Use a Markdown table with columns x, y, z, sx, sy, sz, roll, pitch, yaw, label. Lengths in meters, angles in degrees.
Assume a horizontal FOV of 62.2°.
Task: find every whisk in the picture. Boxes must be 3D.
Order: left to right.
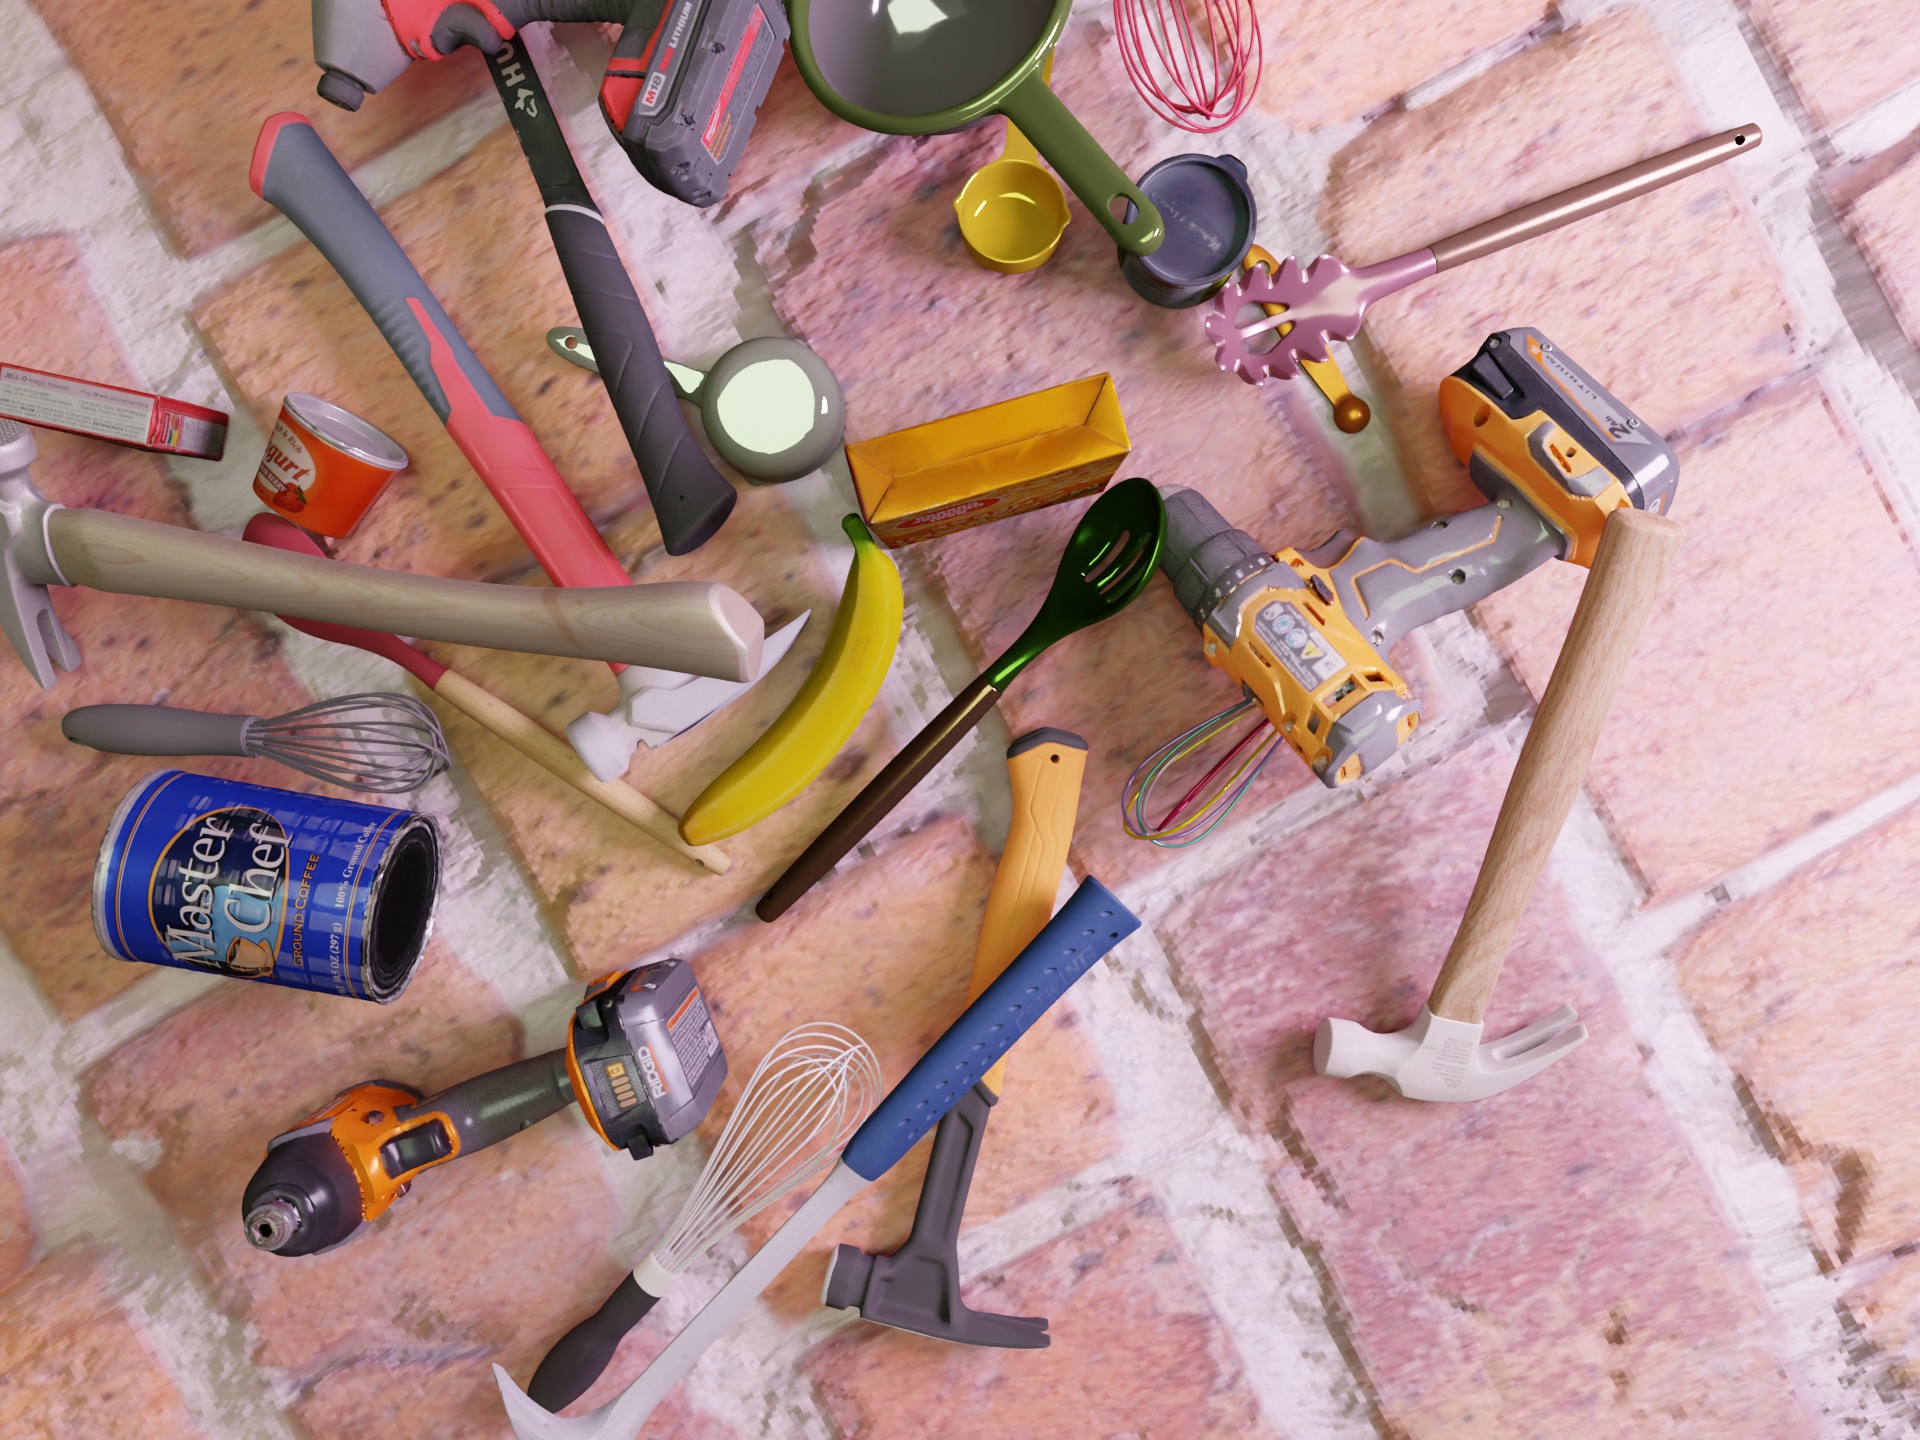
| x | y | z | sx | sy | sz | roll | pitch | yaw | label |
| --- | --- | --- | --- | --- | --- | --- | --- | --- | --- |
| -0.376 | 0.008 | 0.840 | 0.239 | 0.055 | 0.055 | 3 | 93 | 15 | whisk |
| -0.143 | 0.277 | 0.862 | 0.070 | 0.070 | 0.284 | 41 | 98 | -1 | whisk |
| 0.091 | -0.443 | 0.819 | 0.073 | 0.073 | 0.296 | -16 | 86 | 2 | whisk |
| 0.185 | -0.015 | 0.845 | 0.245 | 0.047 | 0.051 | -40 | 90 | 0 | whisk |

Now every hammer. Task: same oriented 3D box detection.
| x | y | z | sx | sy | sz | roll | pitch | yaw | label |
| --- | --- | --- | --- | --- | --- | --- | --- | --- | --- |
| -0.300 | -0.055 | 0.800 | 0.410 | 0.038 | 0.146 | 9 | 125 | 8 | hammer |
| -0.239 | -0.164 | 0.844 | 0.143 | 0.038 | 0.386 | -34 | 89 | -9 | hammer |
| -0.213 | -0.277 | 0.824 | 0.149 | 0.036 | 0.409 | -23 | 86 | 4 | hammer |
| -0.063 | 0.234 | 0.809 | 0.405 | 0.035 | 0.143 | -46 | 130 | -1 | hammer |
| 0.023 | 0.170 | 0.861 | 0.127 | 0.034 | 0.337 | 13 | 93 | 1 | hammer |
| 0.286 | 0.054 | 0.797 | 0.130 | 0.031 | 0.331 | 11 | 115 | -4 | hammer |

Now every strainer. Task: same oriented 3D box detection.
| x | y | z | sx | sy | sz | roll | pitch | yaw | label |
| --- | --- | --- | --- | --- | --- | --- | --- | --- | --- |
| 0.023 | -0.317 | 0.798 | 0.151 | 0.069 | 0.256 | -39 | 74 | 8 | strainer |

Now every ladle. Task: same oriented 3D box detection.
| x | y | z | sx | sy | sz | roll | pitch | yaw | label |
| --- | --- | --- | --- | --- | --- | --- | --- | --- | --- |
| -0.257 | -0.007 | 0.857 | 0.315 | 0.031 | 0.069 | 34 | 138 | -5 | ladle |

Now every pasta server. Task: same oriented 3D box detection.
| x | y | z | sx | sy | sz | roll | pitch | yaw | label |
| --- | --- | --- | --- | --- | --- | --- | --- | --- | --- |
| 0.273 | -0.250 | 0.827 | 0.316 | 0.040 | 0.060 | -21 | 100 | -1 | pasta server |

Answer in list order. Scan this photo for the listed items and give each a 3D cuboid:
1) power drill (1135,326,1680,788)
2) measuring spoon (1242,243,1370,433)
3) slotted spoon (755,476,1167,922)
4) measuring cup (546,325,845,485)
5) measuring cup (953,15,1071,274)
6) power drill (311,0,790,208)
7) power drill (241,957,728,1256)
| x | y | z | sx | sy | sz | roll | pitch | yaw | label |
| --- | --- | --- | --- | --- | --- | --- | --- | --- | --- |
| 0.216 | -0.099 | 0.809 | 0.226 | 0.084 | 0.185 | -38 | 65 | 1 | power drill |
| 0.184 | -0.205 | 0.849 | 0.021 | 0.011 | 0.117 | -32 | 92 | 3 | measuring spoon |
| -0.001 | -0.003 | 0.840 | 0.313 | 0.070 | 0.031 | -46 | 130 | 12 | slotted spoon |
| -0.143 | -0.180 | 0.844 | 0.167 | 0.038 | 0.083 | 18 | 93 | -2 | measuring cup |
| 0.034 | -0.312 | 0.846 | 0.062 | 0.029 | 0.156 | 7 | 81 | 2 | measuring cup |
| -0.208 | -0.339 | 0.772 | 0.220 | 0.078 | 0.143 | 23 | 90 | 7 | power drill |
| -0.243 | 0.202 | 0.806 | 0.226 | 0.164 | 0.084 | -20 | 92 | 0 | power drill |
